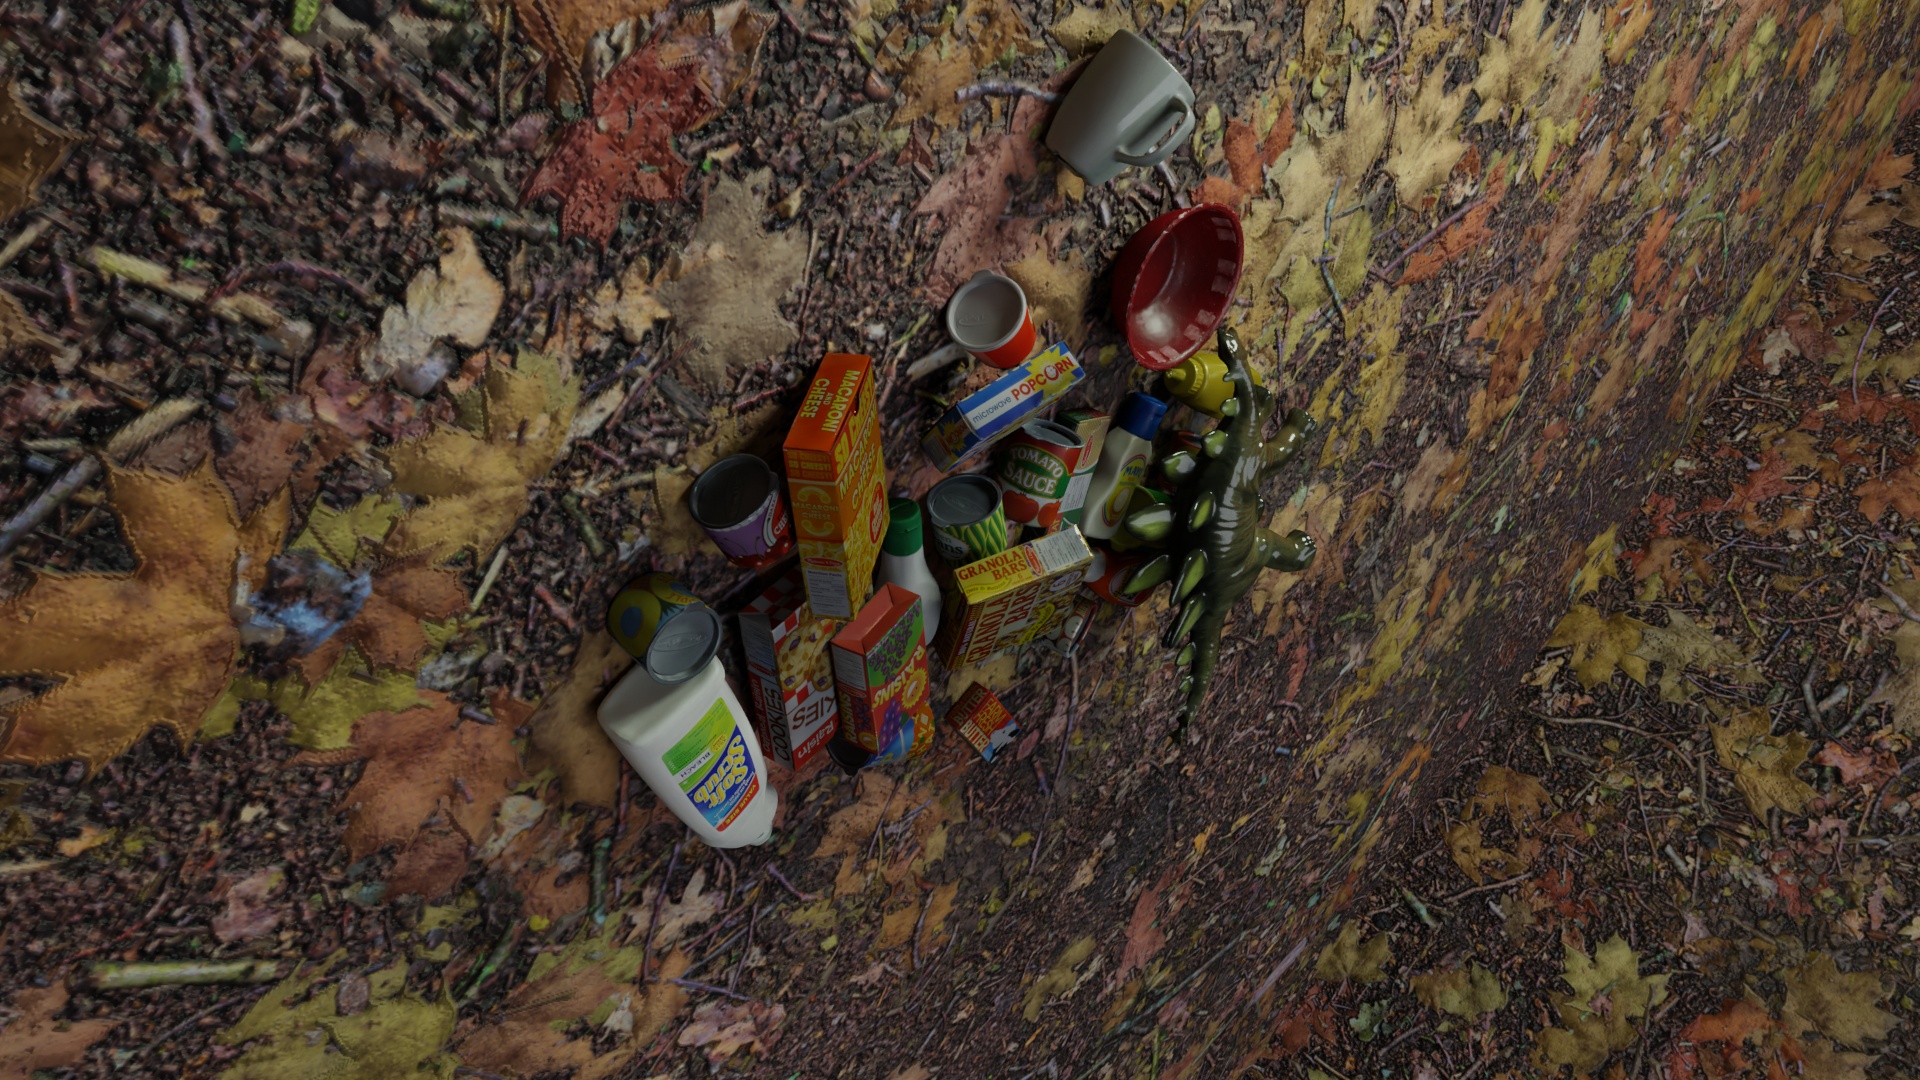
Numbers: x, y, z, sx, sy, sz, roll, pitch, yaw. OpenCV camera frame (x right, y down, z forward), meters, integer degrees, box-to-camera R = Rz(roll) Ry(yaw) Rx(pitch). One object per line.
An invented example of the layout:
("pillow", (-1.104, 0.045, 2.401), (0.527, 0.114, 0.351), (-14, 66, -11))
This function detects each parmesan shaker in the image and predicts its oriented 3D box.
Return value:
("parmesan shaker", (0.200, -0.017, 1.456), (0.103, 0.071, 0.071), (11, 109, -53))

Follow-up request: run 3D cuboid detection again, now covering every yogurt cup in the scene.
("yogurt cup", (0.028, -0.175, 1.131), (0.072, 0.072, 0.054), (-54, 153, -3))

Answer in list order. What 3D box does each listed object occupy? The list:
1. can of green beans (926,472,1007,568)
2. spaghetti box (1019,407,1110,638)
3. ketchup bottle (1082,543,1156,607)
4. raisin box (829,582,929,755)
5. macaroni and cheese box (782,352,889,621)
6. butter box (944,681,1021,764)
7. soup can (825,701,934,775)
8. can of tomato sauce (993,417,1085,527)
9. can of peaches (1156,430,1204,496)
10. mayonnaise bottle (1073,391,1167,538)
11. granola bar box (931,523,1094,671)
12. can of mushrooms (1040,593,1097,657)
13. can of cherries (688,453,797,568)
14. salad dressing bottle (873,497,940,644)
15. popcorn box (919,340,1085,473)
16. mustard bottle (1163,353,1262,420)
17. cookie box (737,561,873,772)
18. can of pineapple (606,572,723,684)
("can of green beans", (0.006, -0.017, 1.227), (0.071, 0.071, 0.057), (-37, 141, -25))
("spaghetti box", (0.089, -0.011, 1.360), (0.050, 0.029, 0.248), (-12, 126, -45))
("ketchup bottle", (0.155, 0.031, 1.461), (0.149, 0.043, 0.064), (16, 109, -53))
("raisin box", (-0.068, 0.111, 1.189), (0.086, 0.040, 0.122), (-48, 146, -40))
("macaroni and cheese box", (-0.091, -0.041, 1.062), (0.124, 0.040, 0.165), (-74, 166, -47))
("butter box", (0.025, 0.191, 1.451), (0.053, 0.024, 0.103), (-48, 144, -9))
("soup can", (-0.075, 0.177, 1.283), (0.084, 0.071, 0.071), (2, 116, -50))
("can of tomato sauce", (0.067, -0.062, 1.261), (0.071, 0.071, 0.082), (-5, 121, -48))
("can of peaches", (0.246, -0.077, 1.460), (0.071, 0.071, 0.057), (-4, 120, -48))
("mayonnaise bottle", (0.158, -0.074, 1.381), (0.065, 0.041, 0.147), (5, 114, -51))
("granola bar box", (0.045, 0.056, 1.273), (0.124, 0.039, 0.164), (-20, 159, -17))
("can of mushrooms", (0.114, 0.085, 1.445), (0.071, 0.033, 0.070), (-54, 162, -26))
("can of cherries", (-0.156, -0.021, 1.028), (0.071, 0.071, 0.058), (-46, 144, -13))
("salad dressing bottle", (-0.049, 0.030, 1.220), (0.064, 0.044, 0.146), (-26, 134, -27))
("popcorn box", (0.035, -0.112, 1.173), (0.127, 0.038, 0.085), (-34, 177, -29))
("mustard bottle", (0.249, -0.161, 1.413), (0.160, 0.049, 0.065), (6, 112, -51))
("cookie box", (-0.122, 0.096, 1.167), (0.123, 0.040, 0.166), (-43, 144, -39))
("can of pineapple", (-0.219, 0.063, 1.032), (0.071, 0.058, 0.070), (-30, 138, -32))
